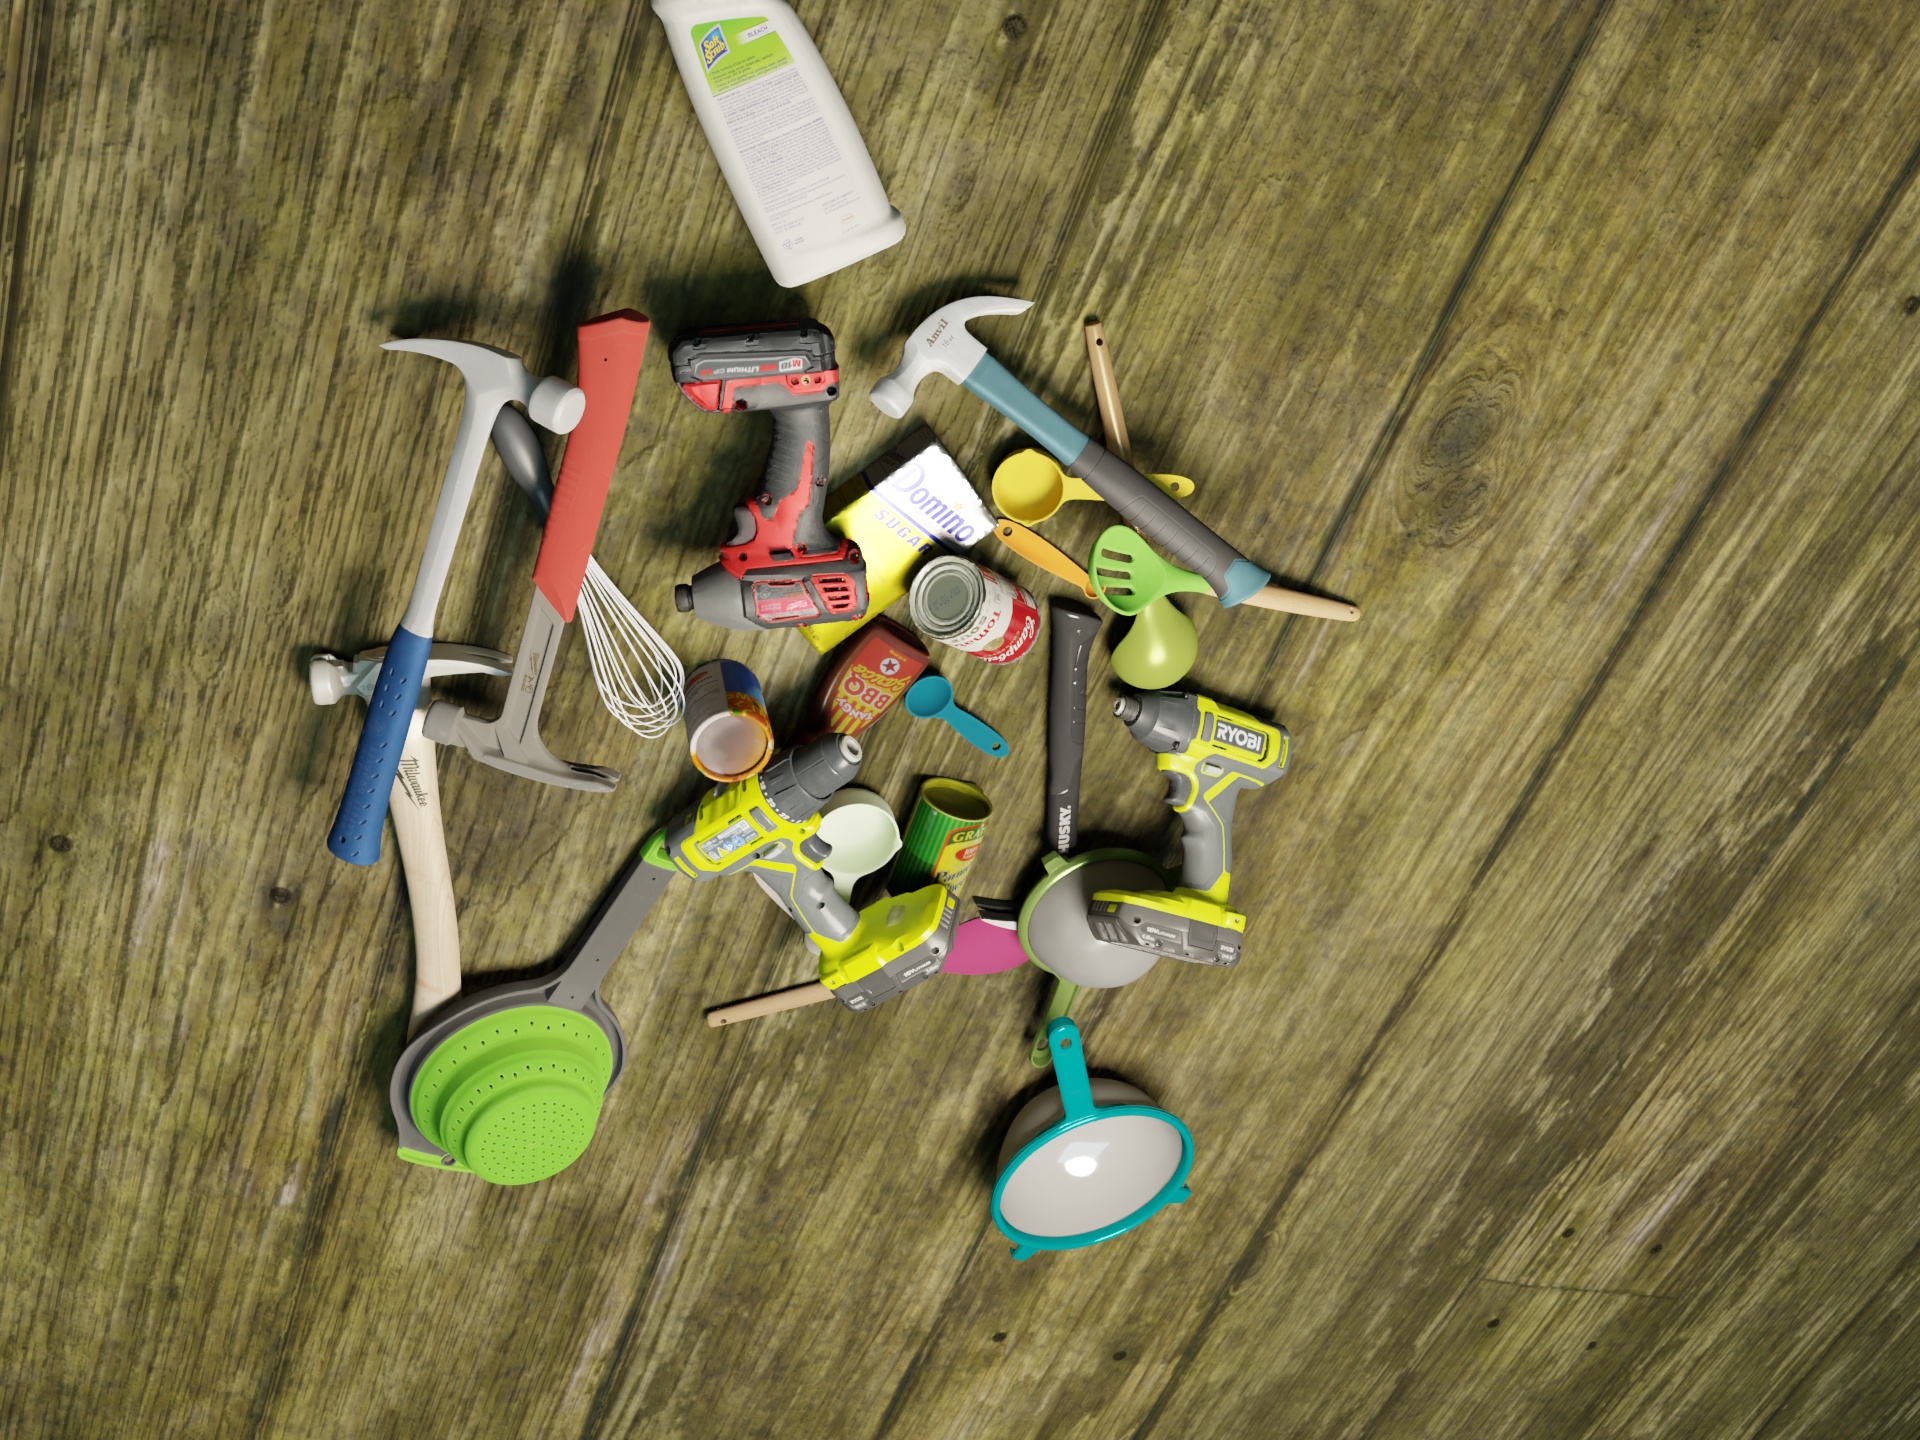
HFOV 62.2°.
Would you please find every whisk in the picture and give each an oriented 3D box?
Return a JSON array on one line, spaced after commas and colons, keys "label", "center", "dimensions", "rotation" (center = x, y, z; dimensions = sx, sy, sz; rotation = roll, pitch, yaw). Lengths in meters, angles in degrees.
[{"label": "whisk", "center": [-0.281, -0.107, 1.191], "dimensions": [0.070, 0.070, 0.284], "rotation": [-23, 119, -1]}]

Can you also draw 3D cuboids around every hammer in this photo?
[{"label": "hammer", "center": [0.098, -0.192, 1.191], "dimensions": [0.331, 0.033, 0.128], "rotation": [36, 82, -14]}, {"label": "hammer", "center": [-0.275, -0.117, 1.140], "dimensions": [0.149, 0.037, 0.359], "rotation": [18, 113, -9]}, {"label": "hammer", "center": [-0.390, -0.078, 1.134], "dimensions": [0.144, 0.035, 0.405], "rotation": [28, 111, 10]}, {"label": "hammer", "center": [0.086, 0.047, 1.393], "dimensions": [0.146, 0.035, 0.334], "rotation": [-7, 121, -12]}, {"label": "hammer", "center": [-0.427, 0.125, 1.301], "dimensions": [0.146, 0.038, 0.410], "rotation": [-4, 121, -14]}]

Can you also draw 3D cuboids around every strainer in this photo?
[{"label": "strainer", "center": [0.108, 0.379, 1.550], "dimensions": [0.211, 0.095, 0.340], "rotation": [-18, 129, -6]}, {"label": "strainer", "center": [0.116, 0.236, 1.455], "dimensions": [0.151, 0.069, 0.256], "rotation": [7, 120, -21]}]

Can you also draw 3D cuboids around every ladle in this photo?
[{"label": "ladle", "center": [0.134, -0.167, 1.282], "dimensions": [0.078, 0.062, 0.320], "rotation": [-20, 117, -10]}]

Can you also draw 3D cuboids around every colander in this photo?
[{"label": "colander", "center": [-0.334, 0.267, 1.358], "dimensions": [0.204, 0.095, 0.397], "rotation": [25, 107, -40]}]

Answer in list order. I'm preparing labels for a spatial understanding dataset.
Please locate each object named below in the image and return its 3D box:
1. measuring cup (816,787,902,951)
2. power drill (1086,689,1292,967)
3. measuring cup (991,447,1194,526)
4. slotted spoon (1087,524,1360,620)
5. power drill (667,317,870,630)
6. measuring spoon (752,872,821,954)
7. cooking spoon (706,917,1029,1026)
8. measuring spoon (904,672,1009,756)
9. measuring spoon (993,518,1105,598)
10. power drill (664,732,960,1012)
[{"label": "measuring cup", "center": [-0.104, 0.130, 1.392], "dimensions": [0.083, 0.038, 0.167], "rotation": [6, 122, -17]}, {"label": "power drill", "center": [0.189, 0.089, 1.370], "dimensions": [0.171, 0.080, 0.223], "rotation": [17, 79, -25]}, {"label": "measuring cup", "center": [0.103, -0.185, 1.241], "dimensions": [0.156, 0.029, 0.062], "rotation": [0, 114, 1]}, {"label": "slotted spoon", "center": [0.219, -0.106, 1.302], "dimensions": [0.313, 0.031, 0.070], "rotation": [6, 82, -35]}, {"label": "power drill", "center": [-0.145, -0.171, 1.147], "dimensions": [0.143, 0.079, 0.219], "rotation": [-6, 111, -4]}, {"label": "measuring spoon", "center": [-0.146, 0.169, 1.413], "dimensions": [0.034, 0.018, 0.124], "rotation": [-33, 122, 6]}, {"label": "cooking spoon", "center": [-0.077, 0.238, 1.472], "dimensions": [0.319, 0.017, 0.068], "rotation": [-13, 122, -8]}, {"label": "measuring spoon", "center": [-0.002, -0.004, 1.353], "dimensions": [0.042, 0.021, 0.128], "rotation": [-44, 130, 11]}, {"label": "measuring spoon", "center": [0.072, -0.133, 1.298], "dimensions": [0.116, 0.011, 0.021], "rotation": [30, 101, -24]}, {"label": "power drill", "center": [-0.105, 0.121, 1.307], "dimensions": [0.190, 0.080, 0.228], "rotation": [-31, 113, 28]}]
